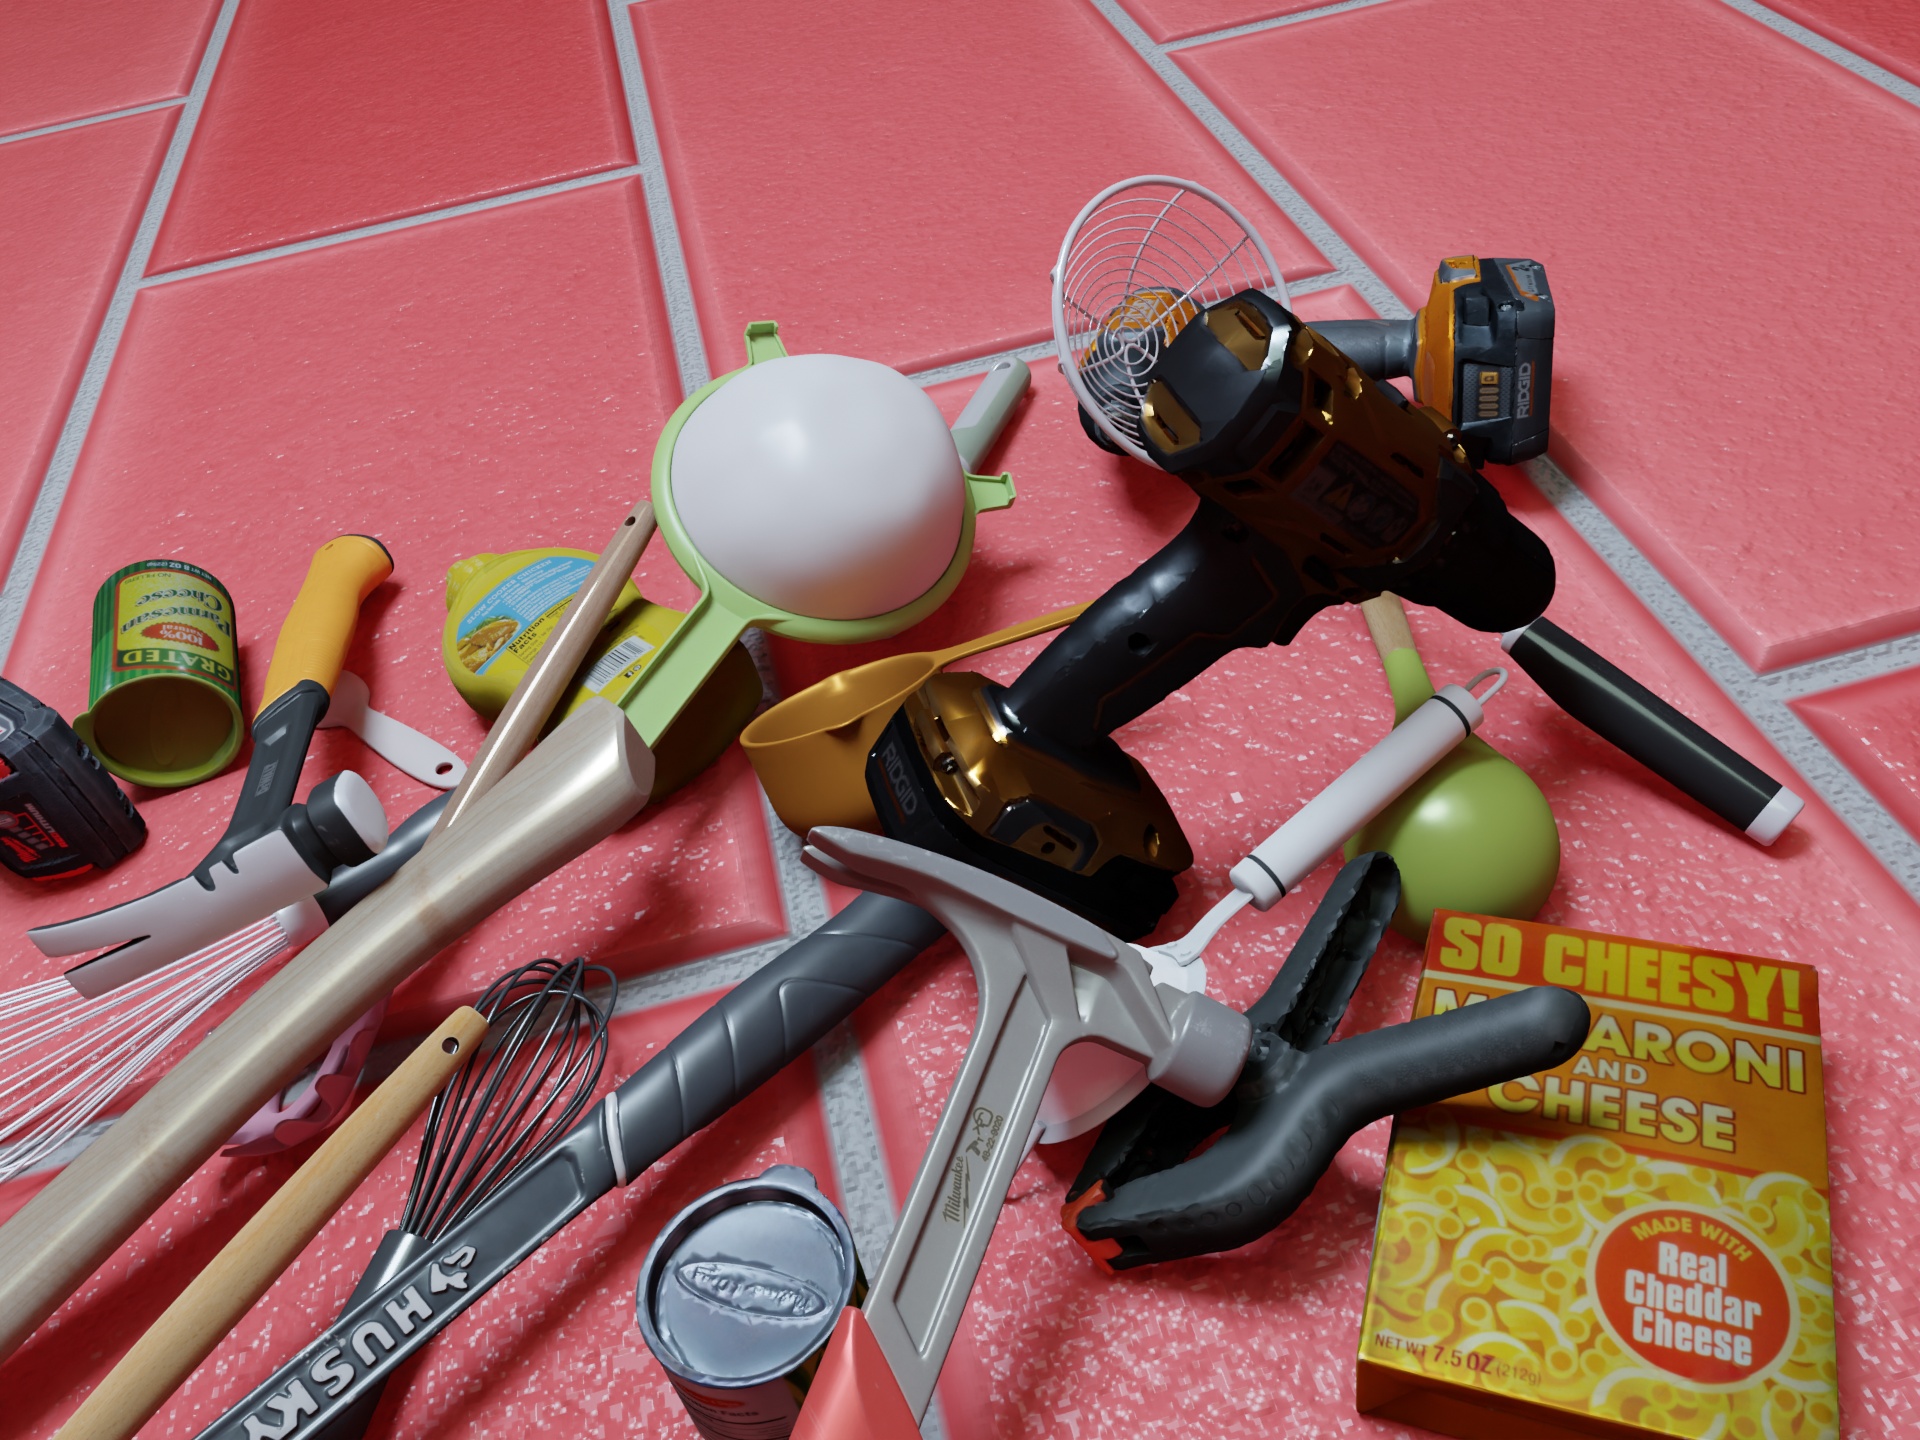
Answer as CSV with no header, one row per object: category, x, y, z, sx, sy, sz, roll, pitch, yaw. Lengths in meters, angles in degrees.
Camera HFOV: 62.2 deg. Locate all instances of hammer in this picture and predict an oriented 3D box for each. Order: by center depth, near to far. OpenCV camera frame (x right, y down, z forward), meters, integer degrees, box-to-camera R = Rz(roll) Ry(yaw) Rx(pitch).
hammer,-0.042,0.203,0.412,0.149,0.036,0.359,25,62,-1
hammer,-0.125,0.154,0.519,0.409,0.036,0.149,-36,84,-34
hammer,-0.273,0.134,0.549,0.146,0.038,0.411,30,66,37
hammer,-0.299,-0.008,0.703,0.127,0.034,0.337,-26,29,1

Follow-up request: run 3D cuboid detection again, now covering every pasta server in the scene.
pasta server,-0.202,0.031,0.643,0.060,0.040,0.316,13,63,25

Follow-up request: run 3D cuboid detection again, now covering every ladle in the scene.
ladle,0.185,-0.030,0.688,0.078,0.062,0.320,-4,36,5

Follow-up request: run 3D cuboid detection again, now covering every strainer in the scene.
strainer,0.095,0.060,0.553,0.258,0.050,0.087,-39,14,-10
strainer,-0.082,-0.076,0.675,0.151,0.069,0.256,33,57,0

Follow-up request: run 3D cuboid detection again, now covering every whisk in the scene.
whisk,-0.179,0.177,0.529,0.055,0.055,0.239,8,50,19
whisk,-0.296,0.095,0.637,0.284,0.070,0.070,-32,46,-29
whisk,-0.009,-0.125,0.817,0.058,0.059,0.246,-11,33,32

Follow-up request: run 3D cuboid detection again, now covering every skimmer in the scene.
skimmer,0.184,-0.089,0.637,0.127,0.090,0.363,-37,65,-25

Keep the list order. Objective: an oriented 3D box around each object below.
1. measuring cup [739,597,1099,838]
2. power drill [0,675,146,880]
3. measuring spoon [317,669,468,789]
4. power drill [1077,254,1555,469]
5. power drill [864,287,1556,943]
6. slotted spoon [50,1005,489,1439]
measuring cup,-0.001,-0.002,0.654,0.173,0.052,0.095,-20,14,-2
power drill,-0.464,0.087,0.662,0.188,0.080,0.227,22,55,31
measuring spoon,-0.274,0.002,0.753,0.124,0.018,0.034,25,53,32
power drill,0.170,-0.171,0.784,0.226,0.084,0.164,1,28,16
power drill,0.096,-0.021,0.575,0.226,0.185,0.084,-51,38,22
slotted spoon,-0.257,0.208,0.478,0.070,0.031,0.314,44,63,-7
